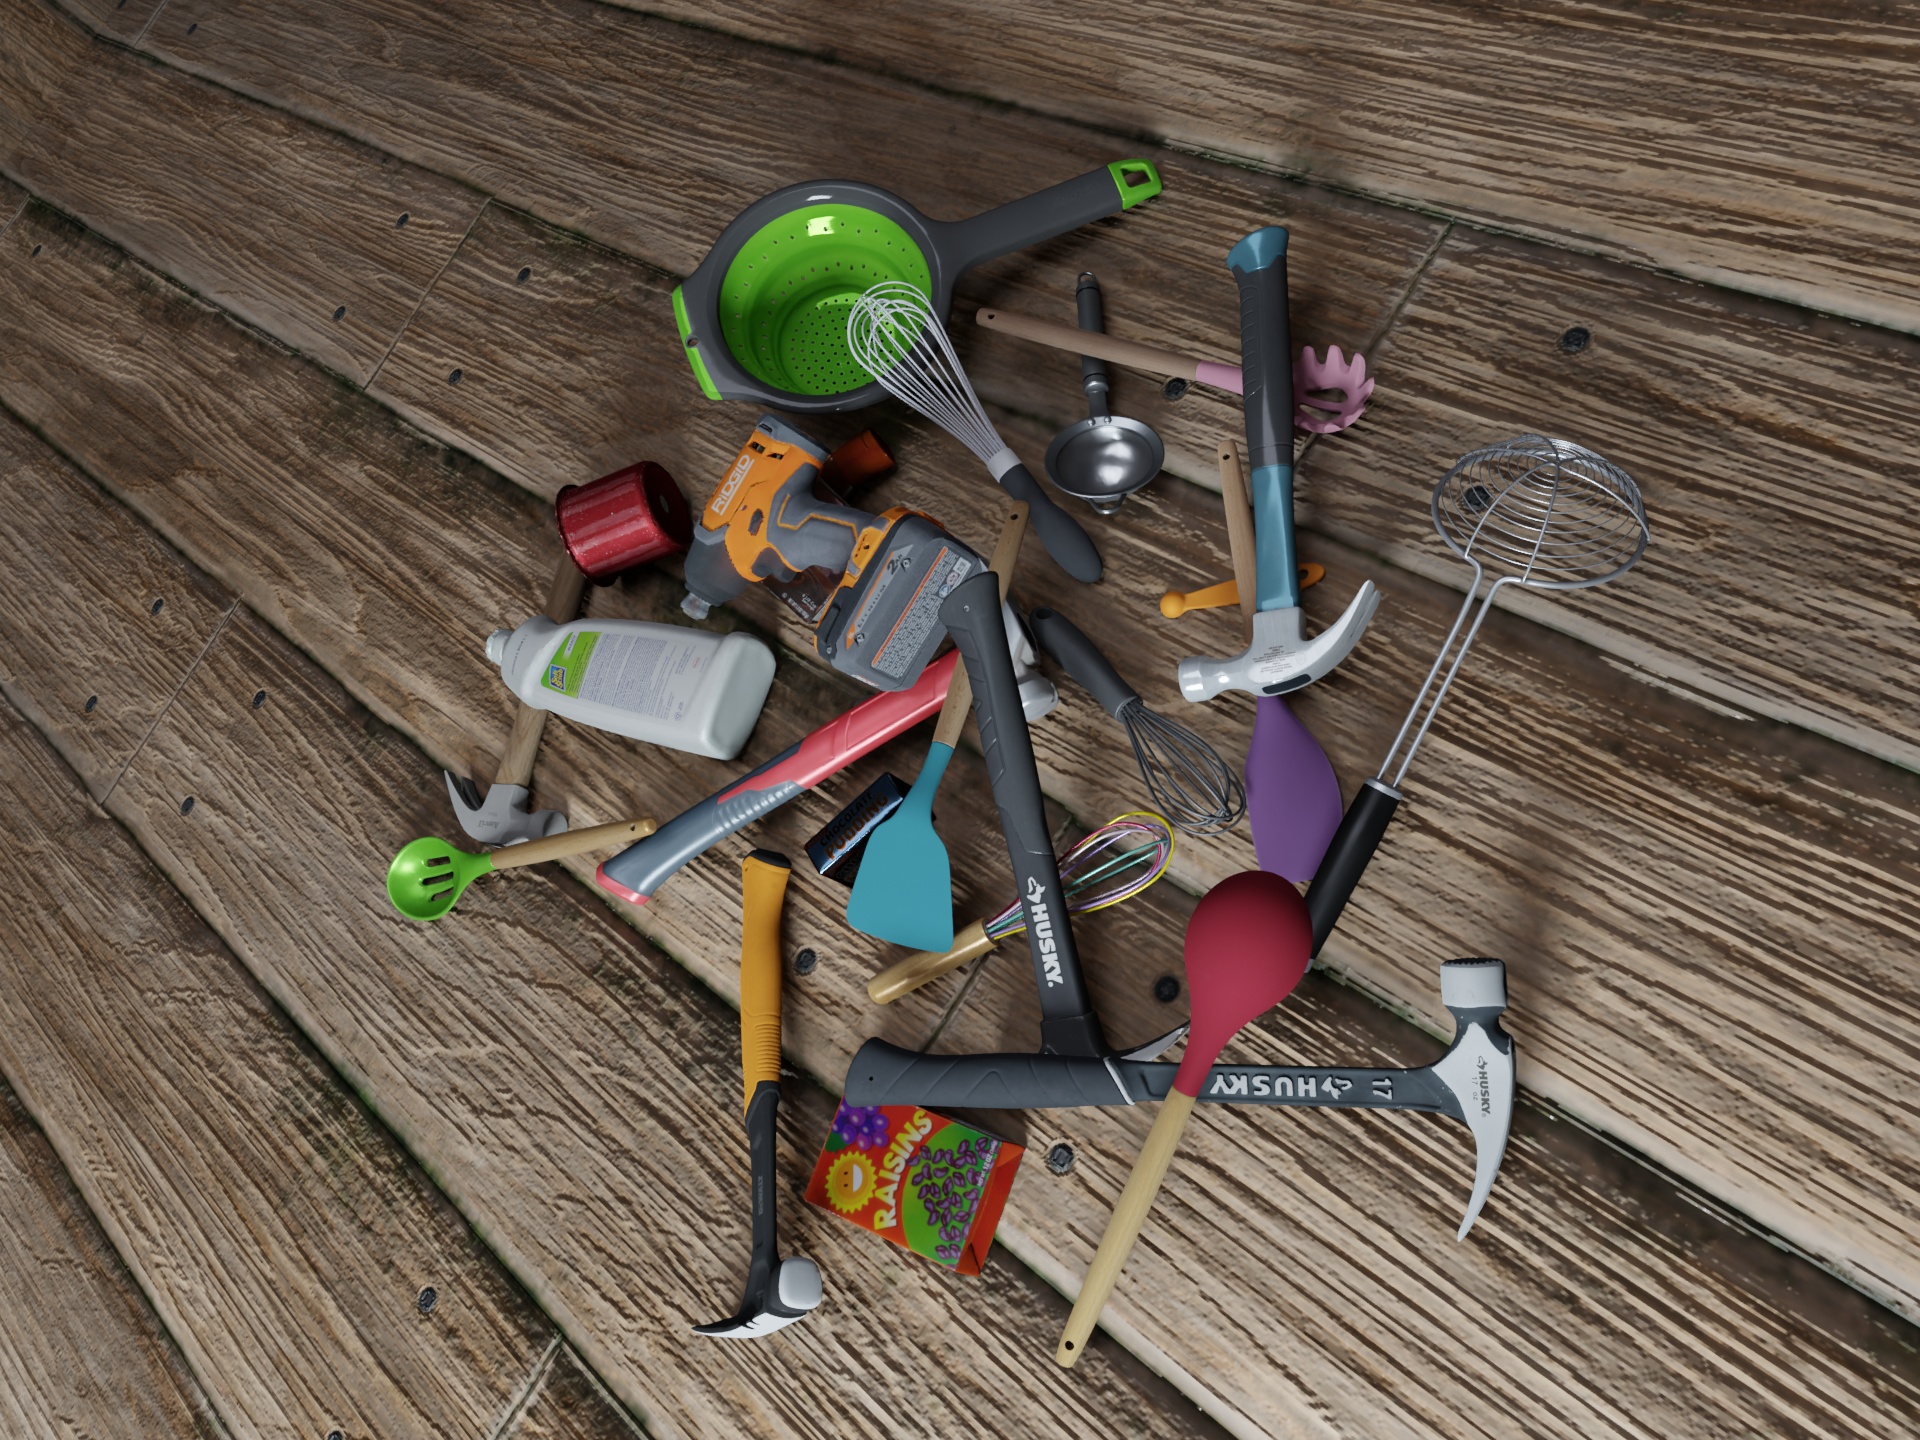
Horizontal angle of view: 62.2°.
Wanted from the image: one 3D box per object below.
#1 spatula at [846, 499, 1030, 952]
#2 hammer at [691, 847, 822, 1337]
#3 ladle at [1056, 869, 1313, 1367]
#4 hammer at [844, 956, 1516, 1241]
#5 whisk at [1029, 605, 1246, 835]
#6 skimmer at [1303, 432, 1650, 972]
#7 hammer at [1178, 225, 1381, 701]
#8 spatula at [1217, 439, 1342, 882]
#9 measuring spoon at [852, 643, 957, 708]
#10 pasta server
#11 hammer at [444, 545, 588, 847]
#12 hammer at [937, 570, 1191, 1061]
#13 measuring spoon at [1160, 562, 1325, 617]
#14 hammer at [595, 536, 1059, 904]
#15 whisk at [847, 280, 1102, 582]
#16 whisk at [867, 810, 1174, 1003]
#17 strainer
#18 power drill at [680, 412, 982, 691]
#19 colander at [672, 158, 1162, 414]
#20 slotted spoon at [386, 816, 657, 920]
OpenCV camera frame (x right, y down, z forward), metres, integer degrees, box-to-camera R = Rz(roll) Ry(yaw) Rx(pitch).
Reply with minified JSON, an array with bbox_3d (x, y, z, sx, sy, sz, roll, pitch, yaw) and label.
[{"bbox_3d":[-0.002,-0.003,1.089,0.082,0.044,0.318,12,75,26],"label":"spatula"},{"bbox_3d":[-0.139,0.245,1.095,0.127,0.034,0.337,-41,42,44],"label":"hammer"},{"bbox_3d":[0.117,0.232,0.904,0.069,0.031,0.315,25,101,20],"label":"ladle"},{"bbox_3d":[0.114,0.218,0.938,0.409,0.036,0.149,-5,85,25],"label":"hammer"},{"bbox_3d":[0.111,-0.006,1.073,0.055,0.055,0.239,-44,50,6],"label":"whisk"},{"bbox_3d":[0.294,-0.010,0.976,0.127,0.090,0.363,28,95,25],"label":"skimmer"},{"bbox_3d":[0.205,-0.178,1.055,0.128,0.033,0.331,-8,71,25],"label":"hammer"},{"bbox_3d":[0.201,-0.046,1.047,0.060,0.018,0.316,-15,66,21],"label":"spatula"},{"bbox_3d":[-0.034,-0.030,1.180,0.124,0.018,0.034,-35,56,15],"label":"measuring spoon"},{"bbox_3d":[0.145,-0.261,1.143,0.316,0.040,0.060,21,84,26],"label":"pasta server"},{"bbox_3d":[-0.358,-0.050,1.372,0.130,0.031,0.331,0,69,30],"label":"hammer"},{"bbox_3d":[0.047,0.070,1.006,0.146,0.035,0.335,-14,85,23],"label":"hammer"},{"bbox_3d":[0.190,-0.091,1.083,0.117,0.011,0.021,-11,64,26],"label":"measuring spoon"},{"bbox_3d":[-0.118,0.018,1.178,0.386,0.038,0.143,-30,68,17],"label":"hammer"},{"bbox_3d":[0.014,-0.212,1.168,0.070,0.070,0.285,-40,78,9],"label":"whisk"},{"bbox_3d":[0.038,0.128,1.057,0.245,0.051,0.047,-31,86,21],"label":"whisk"},{"bbox_3d":[0.103,-0.242,1.185,0.087,0.050,0.259,-5,59,7],"label":"strainer"},{"bbox_3d":[-0.108,-0.110,1.145,0.227,0.084,0.164,36,96,37],"label":"power drill"},{"bbox_3d":[-0.027,-0.353,1.288,0.397,0.094,0.205,-20,74,1],"label":"colander"},{"bbox_3d":[-0.353,0.109,1.271,0.314,0.031,0.070,-14,80,35],"label":"slotted spoon"}]
